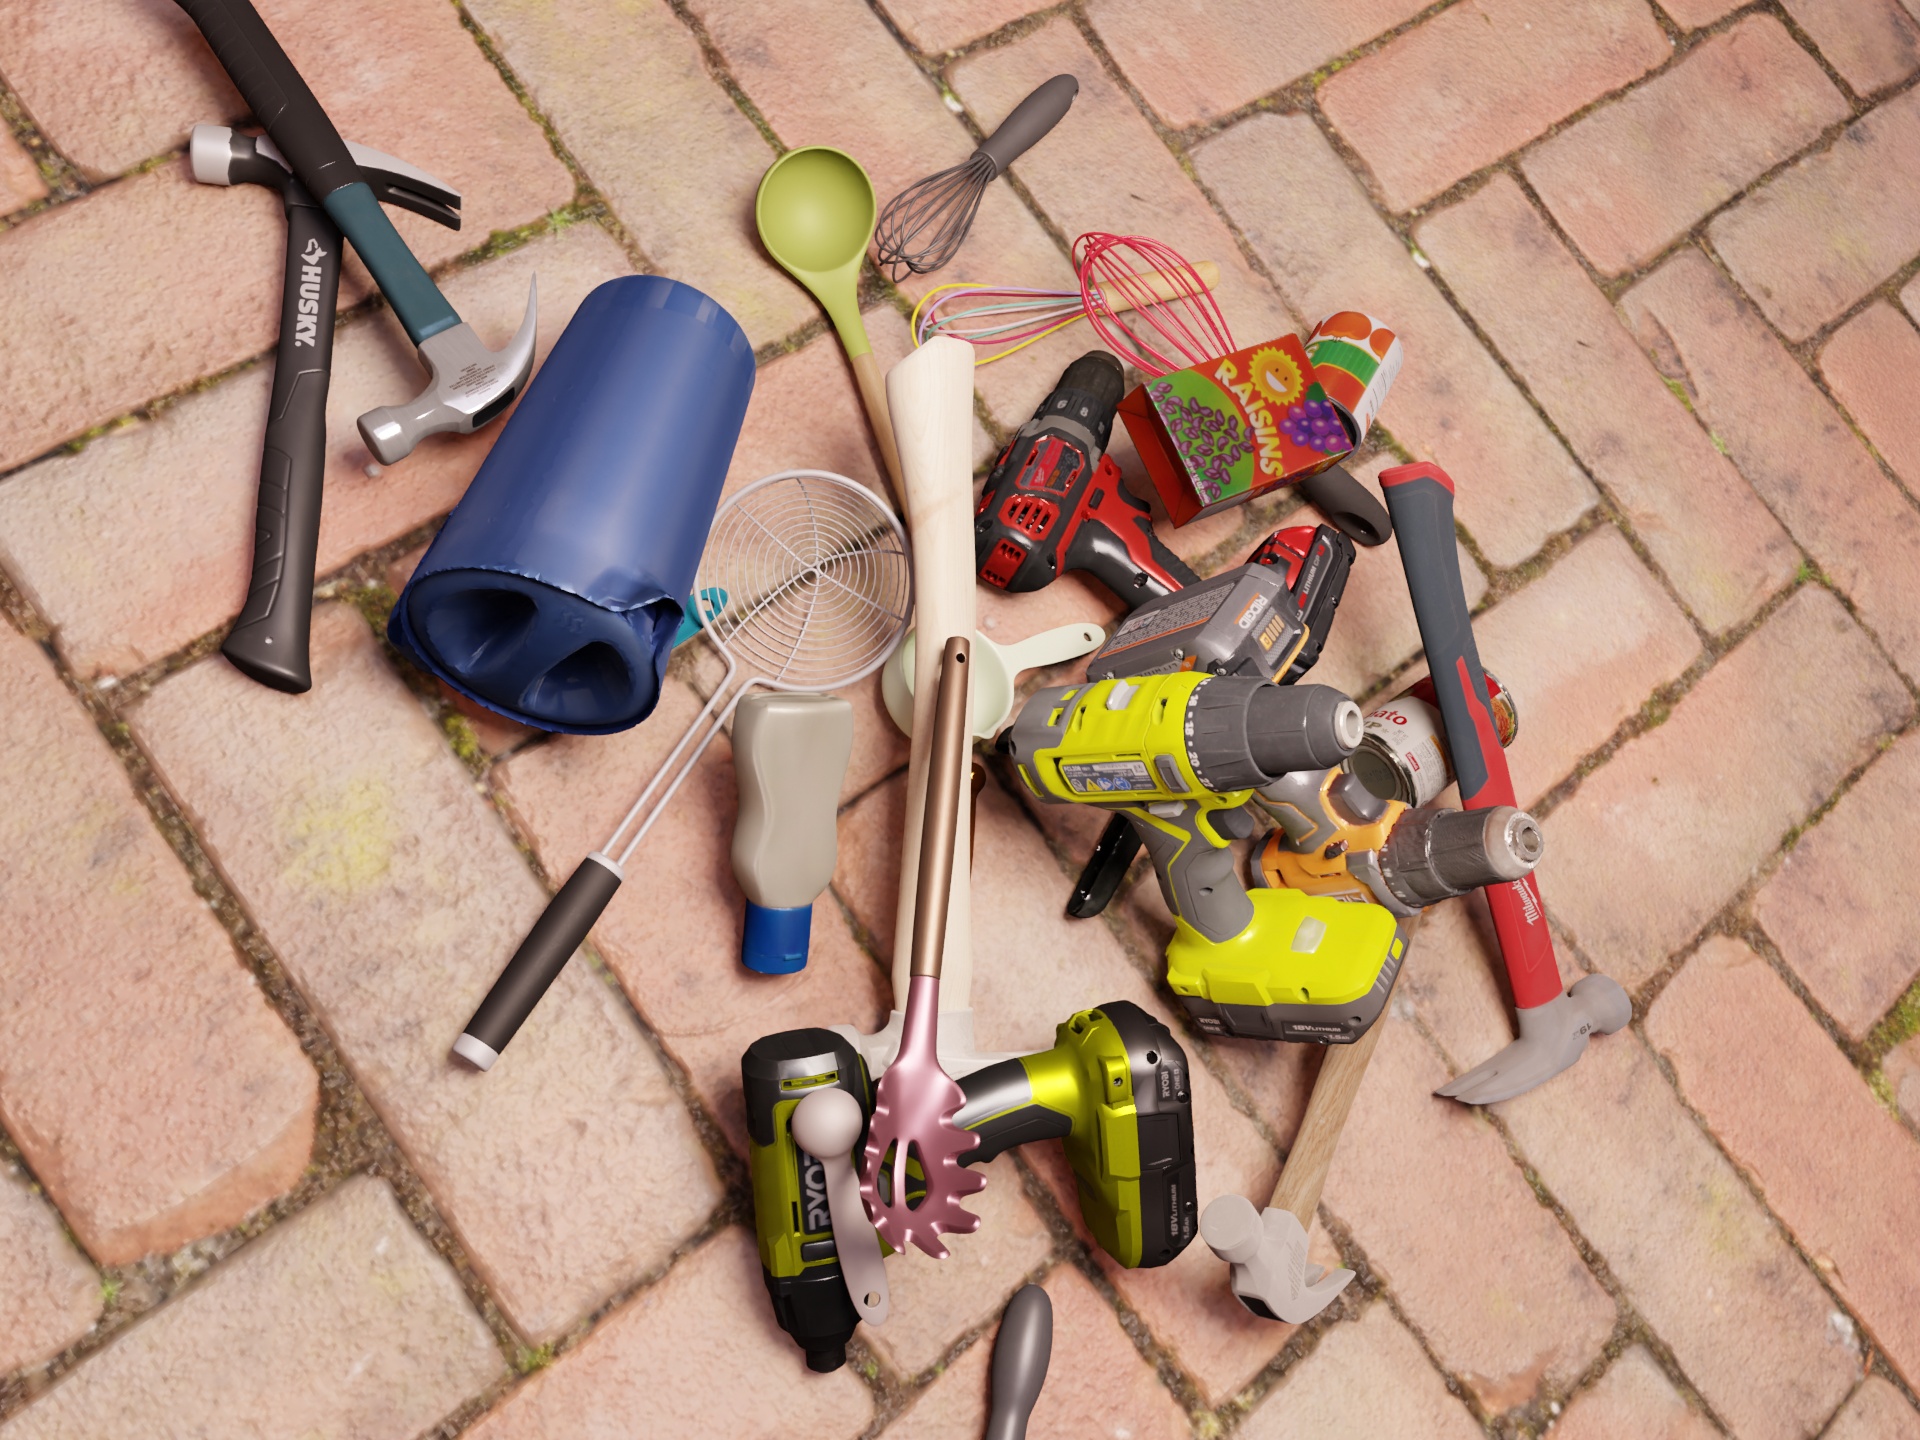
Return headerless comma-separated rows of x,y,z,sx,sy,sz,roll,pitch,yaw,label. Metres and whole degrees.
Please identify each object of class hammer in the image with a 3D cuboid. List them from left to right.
-0.359,-0.176,0.878,0.146,0.035,0.335,3,71,-17,hammer
-0.351,-0.302,0.885,0.128,0.033,0.331,-32,84,-23,hammer
-0.001,-0.003,0.877,0.146,0.038,0.410,1,89,-20,hammer
0.229,0.193,0.930,0.129,0.031,0.331,58,49,-34,hammer
0.304,0.037,0.961,0.143,0.038,0.386,-21,100,-24,hammer

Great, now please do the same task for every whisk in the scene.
0.008,0.425,0.789,0.070,0.070,0.285,21,61,-11,whisk
0.017,-0.370,1.069,0.055,0.055,0.239,39,60,-3,whisk
0.074,-0.280,1.057,0.245,0.051,0.047,-19,73,-27,whisk
0.182,-0.213,1.043,0.295,0.073,0.073,40,64,-18,whisk

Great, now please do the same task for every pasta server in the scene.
-0.012,0.100,0.785,0.060,0.040,0.316,15,65,-22,pasta server

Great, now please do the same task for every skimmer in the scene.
-0.151,0.023,0.849,0.127,0.090,0.363,35,65,-8,skimmer

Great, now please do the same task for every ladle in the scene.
-0.051,-0.205,0.982,0.078,0.062,0.320,-17,81,-12,ladle

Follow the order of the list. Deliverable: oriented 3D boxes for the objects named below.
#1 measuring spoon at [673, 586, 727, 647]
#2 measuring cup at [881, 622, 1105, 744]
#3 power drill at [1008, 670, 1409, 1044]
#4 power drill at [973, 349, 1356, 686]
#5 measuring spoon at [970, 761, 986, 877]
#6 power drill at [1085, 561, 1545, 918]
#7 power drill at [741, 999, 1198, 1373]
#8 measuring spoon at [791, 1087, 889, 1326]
-0.181,-0.038,0.905,0.042,0.021,0.128,48,55,2,measuring spoon
0.022,-0.029,0.963,0.167,0.038,0.083,-18,76,-40,measuring cup
0.151,0.068,0.850,0.228,0.190,0.080,58,48,-28,power drill
0.129,-0.125,1.005,0.226,0.080,0.188,28,59,-3,power drill
0.000,0.078,0.925,0.021,0.011,0.117,15,68,-14,measuring spoon
0.199,0.022,0.889,0.226,0.185,0.084,49,58,-15,power drill
0.004,0.236,0.824,0.223,0.080,0.171,-7,98,-16,power drill
-0.052,0.237,0.763,0.034,0.018,0.124,-15,99,-12,measuring spoon
